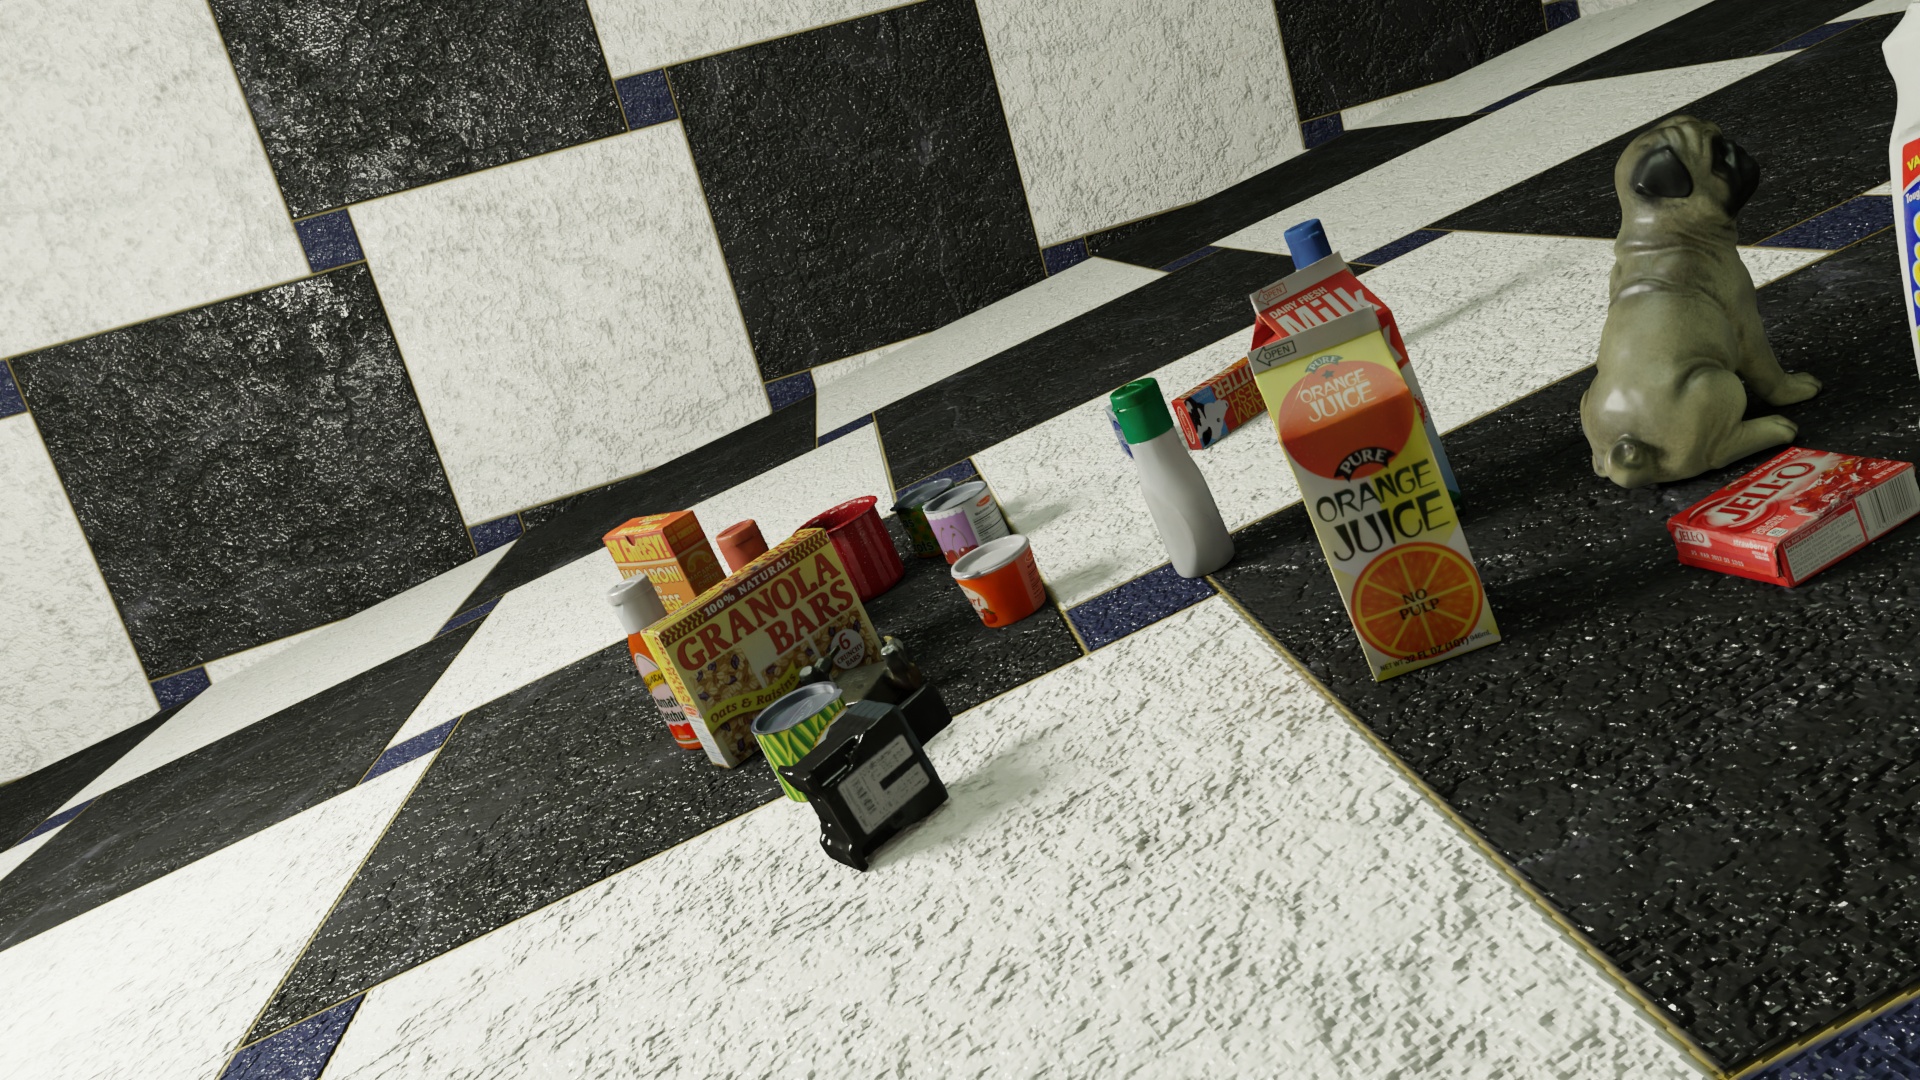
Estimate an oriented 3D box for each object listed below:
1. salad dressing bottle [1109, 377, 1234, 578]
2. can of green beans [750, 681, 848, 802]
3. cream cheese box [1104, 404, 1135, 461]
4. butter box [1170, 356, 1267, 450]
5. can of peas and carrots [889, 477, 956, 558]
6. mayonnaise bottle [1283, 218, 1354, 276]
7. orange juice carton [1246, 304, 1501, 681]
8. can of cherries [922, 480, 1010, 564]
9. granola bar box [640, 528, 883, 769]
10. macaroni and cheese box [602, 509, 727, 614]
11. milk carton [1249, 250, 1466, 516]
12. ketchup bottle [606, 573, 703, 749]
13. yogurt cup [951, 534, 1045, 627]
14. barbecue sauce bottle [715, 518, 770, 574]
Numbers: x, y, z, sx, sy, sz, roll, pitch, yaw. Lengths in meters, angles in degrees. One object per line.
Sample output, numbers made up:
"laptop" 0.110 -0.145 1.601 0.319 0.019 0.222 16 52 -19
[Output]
"salad dressing bottle" 0.153 -0.046 1.015 0.044 0.147 0.064 -28 15 -10
"can of green beans" -0.103 0.140 0.964 0.071 0.057 0.071 -23 15 7
"cream cheese box" 0.171 -0.105 1.365 0.024 0.053 0.104 -25 15 0
"butter box" 0.253 -0.132 1.330 0.104 0.053 0.024 -31 16 -23
"can of peas and carrots" -0.027 -0.021 1.385 0.071 0.058 0.071 -23 15 7
"mayonnaise bottle" 0.353 -0.234 1.332 0.065 0.147 0.041 -27 15 -9
"orange juice carton" 0.224 -0.029 0.760 0.072 0.192 0.073 -22 15 14
"can of cherries" 0.005 -0.017 1.319 0.071 0.058 0.072 -23 15 7
"granola bar box" -0.154 0.083 1.106 0.166 0.124 0.039 -35 17 -32
"macaroni and cheese box" -0.248 0.058 1.259 0.040 0.166 0.123 -36 18 -35
"milk carton" 0.256 -0.091 0.921 0.072 0.190 0.073 -28 15 -9
"ketchup bottle" -0.239 0.099 1.140 0.064 0.148 0.044 -10 21 45
"yogurt cup" 0.034 0.034 1.114 0.072 0.054 0.072 -23 15 7
"barbecue sauce bottle" -0.155 0.055 1.158 0.065 0.148 0.043 -30 15 -18
